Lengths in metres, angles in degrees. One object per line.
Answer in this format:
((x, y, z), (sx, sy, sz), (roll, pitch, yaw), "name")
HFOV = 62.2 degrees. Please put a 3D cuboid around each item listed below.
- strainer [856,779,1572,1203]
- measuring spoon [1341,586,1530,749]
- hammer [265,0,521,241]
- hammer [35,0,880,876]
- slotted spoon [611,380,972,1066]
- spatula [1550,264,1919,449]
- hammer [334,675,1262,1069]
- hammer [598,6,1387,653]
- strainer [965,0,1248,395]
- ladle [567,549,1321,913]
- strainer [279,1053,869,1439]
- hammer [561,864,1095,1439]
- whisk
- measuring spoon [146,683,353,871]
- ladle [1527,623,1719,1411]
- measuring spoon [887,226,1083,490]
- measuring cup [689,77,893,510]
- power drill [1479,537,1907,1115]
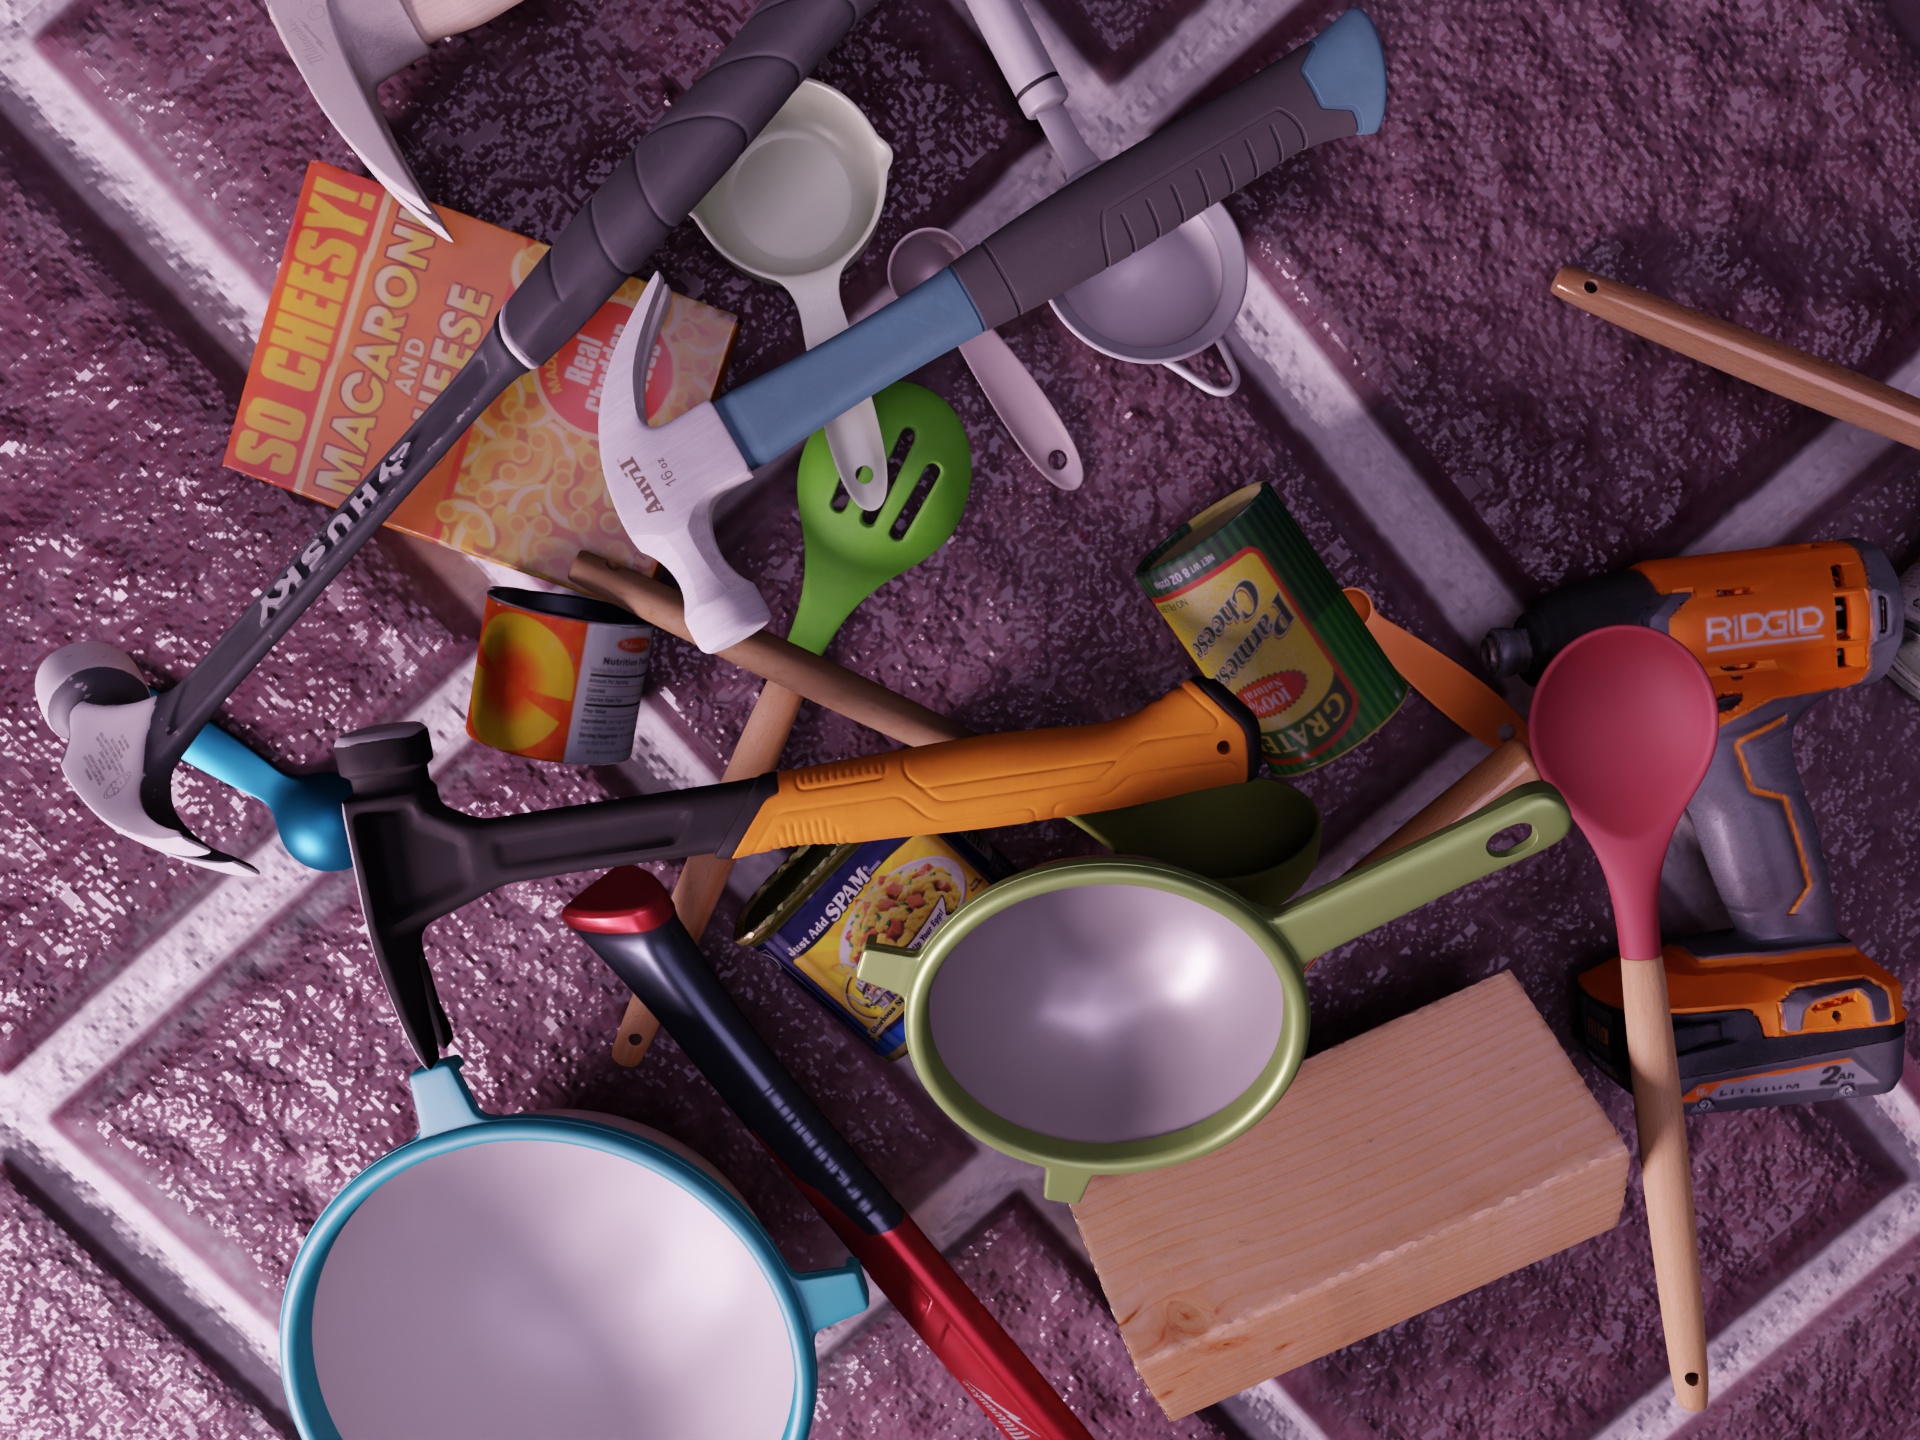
((0.099, 0.075, 0.598), (0.256, 0.069, 0.151), (-29, 115, 17), "strainer")
((0.203, -0.020, 0.688), (0.117, 0.011, 0.021), (35, 96, -12), "measuring spoon")
((-0.059, -0.333, 0.588), (0.410, 0.038, 0.146), (-29, 81, -2), "hammer")
((-0.166, -0.120, 0.559), (0.409, 0.149, 0.036), (-49, 139, -1), "hammer")
((-0.079, 0.006, 0.662), (0.070, 0.031, 0.313), (23, 98, -10), "slotted spoon")
((0.387, -0.118, 0.623), (0.317, 0.044, 0.082), (25, 91, 11), "spatula")
((-0.054, 0.040, 0.594), (0.337, 0.034, 0.127), (-9, 98, -1), "hammer")
((0.015, -0.162, 0.590), (0.331, 0.033, 0.128), (-31, 92, -1), "hammer")
((0.037, -0.237, 0.625), (0.087, 0.050, 0.258), (-30, 94, -15), "strainer")
((-0.001, -0.002, 0.634), (0.320, 0.078, 0.062), (25, 117, -11), "ladle")
((-0.189, 0.297, 0.672), (0.211, 0.095, 0.340), (28, 103, -4), "strainer")
((-0.038, 0.223, 0.668), (0.386, 0.038, 0.143), (51, 136, -5), "hammer")
((0.145, 0.096, 0.666), (0.245, 0.047, 0.051), (-42, 144, 12), "whisk")
((-0.298, 0.020, 0.650), (0.128, 0.021, 0.042), (34, 95, -10), "measuring spoon")
((0.272, 0.118, 0.626), (0.069, 0.031, 0.315), (-6, 94, 17), "ladle")
((0.012, -0.146, 0.653), (0.034, 0.018, 0.124), (-37, 107, 0), "measuring spoon")
((-0.056, -0.164, 0.627), (0.083, 0.038, 0.167), (-15, 98, -1), "measuring cup")
((0.307, 0.044, 0.671), (0.164, 0.084, 0.226), (-6, 96, -1), "power drill")
